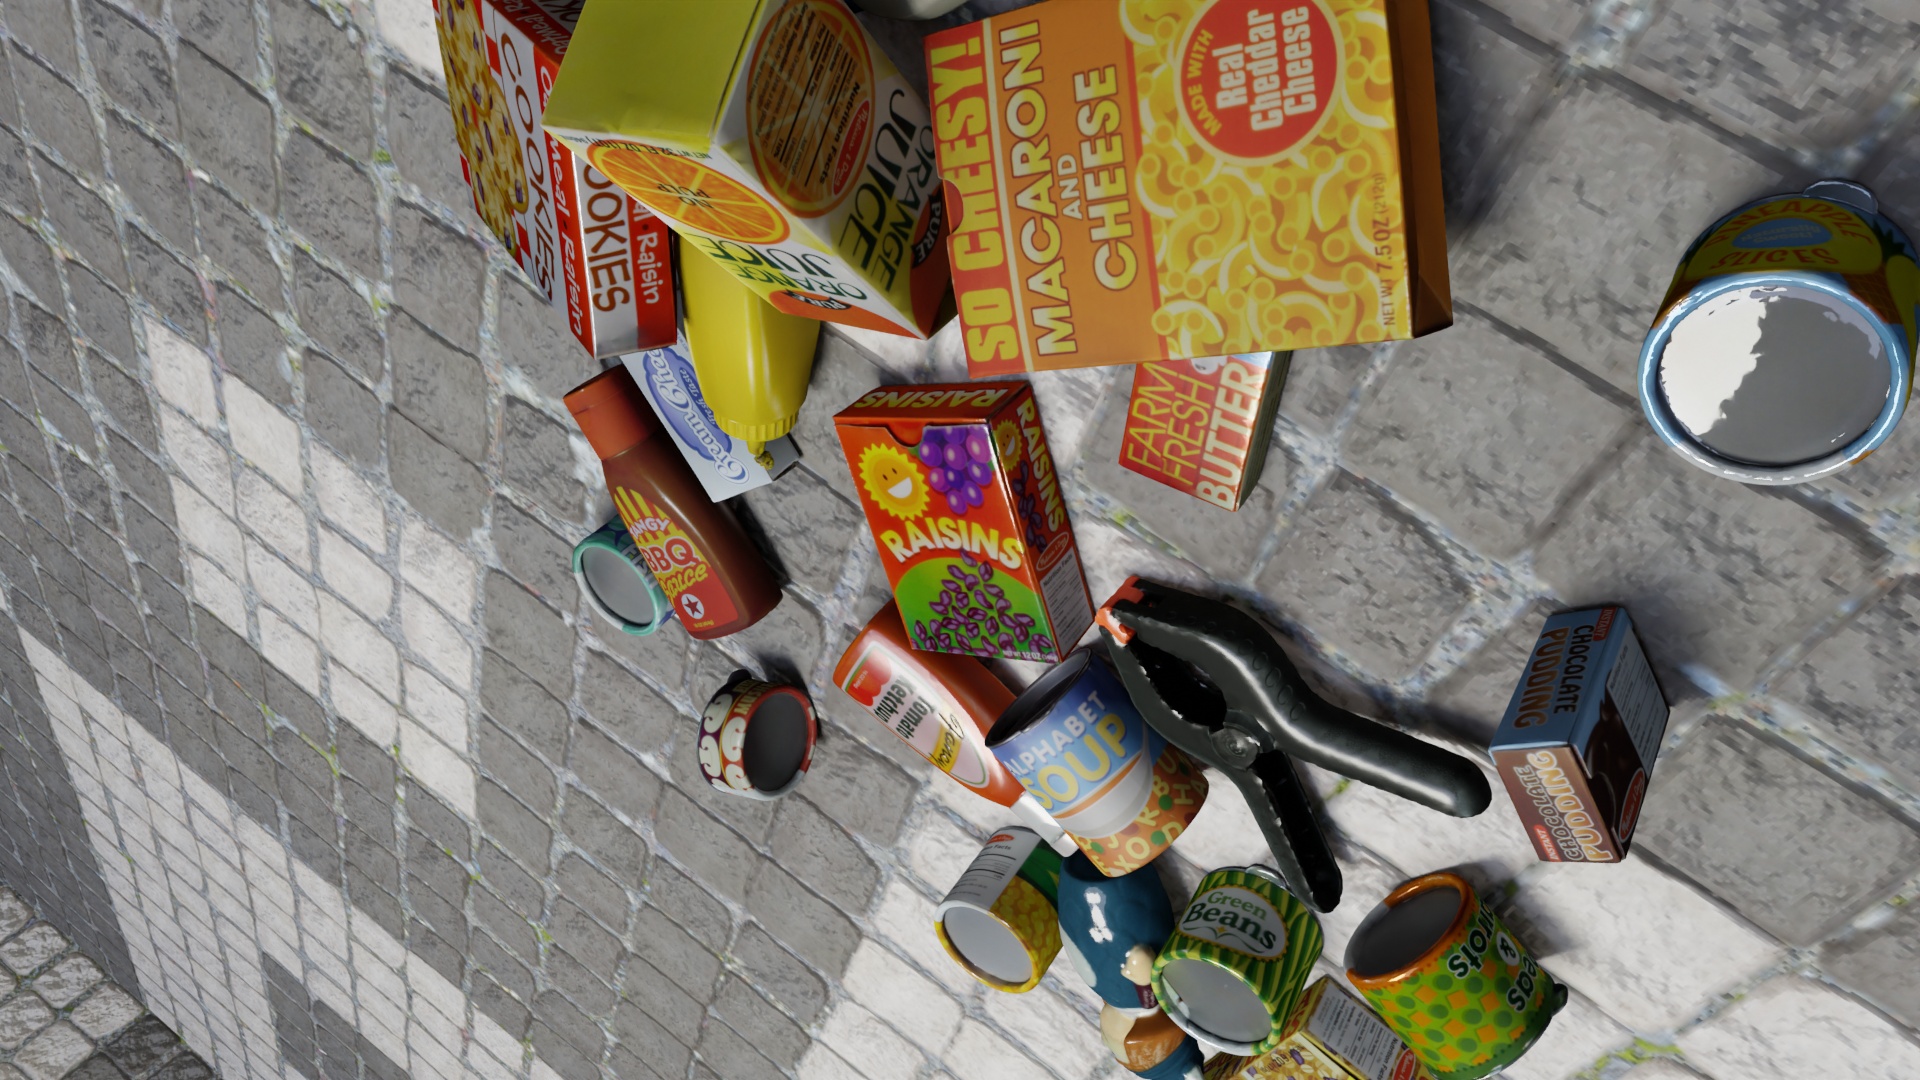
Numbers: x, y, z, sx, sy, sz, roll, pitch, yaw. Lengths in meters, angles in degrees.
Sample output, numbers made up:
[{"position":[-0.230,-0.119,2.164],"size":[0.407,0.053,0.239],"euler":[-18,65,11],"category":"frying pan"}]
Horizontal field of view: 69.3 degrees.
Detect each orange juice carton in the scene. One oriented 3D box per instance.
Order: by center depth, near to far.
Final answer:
[{"position":[-0.053,-0.130,0.503],"size":[0.072,0.073,0.192],"euler":[15,172,27],"category":"orange juice carton"}]

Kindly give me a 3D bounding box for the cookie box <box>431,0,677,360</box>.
[{"position":[-0.173,-0.170,0.587],"size":[0.168,0.040,0.122],"euler":[45,144,40],"category":"cookie box"}]

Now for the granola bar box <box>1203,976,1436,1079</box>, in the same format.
[{"position":[0.189,0.308,0.716],"size":[0.124,0.039,0.164],"euler":[38,137,8],"category":"granola bar box"}]

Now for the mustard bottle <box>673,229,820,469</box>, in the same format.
[{"position":[-0.092,-0.093,0.611],"size":[0.049,0.066,0.159],"euler":[23,134,18],"category":"mustard bottle"}]

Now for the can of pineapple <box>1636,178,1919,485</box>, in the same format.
[{"position":[0.232,-0.059,0.393],"size":[0.071,0.058,0.070],"euler":[20,131,25],"category":"can of pineapple"}]

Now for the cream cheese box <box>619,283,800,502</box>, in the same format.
[{"position":[-0.127,-0.071,0.684],"size":[0.053,0.024,0.103],"euler":[-17,110,45],"category":"cream cheese box"}]

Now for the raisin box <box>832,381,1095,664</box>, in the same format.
[{"position":[0.002,-0.008,0.621],"size":[0.086,0.040,0.123],"euler":[3,122,37],"category":"raisin box"}]

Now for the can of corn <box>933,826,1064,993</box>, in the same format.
[{"position":[0.029,0.200,0.742],"size":[0.071,0.058,0.070],"euler":[20,132,25],"category":"can of corn"}]

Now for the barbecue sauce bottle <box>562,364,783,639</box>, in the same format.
[{"position":[-0.153,-0.020,0.728],"size":[0.064,0.044,0.148],"euler":[-13,112,43],"category":"barbecue sauce bottle"}]

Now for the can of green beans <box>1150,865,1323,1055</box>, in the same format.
[{"position":[0.132,0.201,0.665],"size":[0.071,0.058,0.071],"euler":[20,131,25],"category":"can of green beans"}]

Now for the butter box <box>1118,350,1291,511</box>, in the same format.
[{"position":[0.093,-0.063,0.520],"size":[0.053,0.024,0.103],"euler":[25,133,22],"category":"butter box"}]

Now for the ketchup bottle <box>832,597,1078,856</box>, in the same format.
[{"position":[0.008,0.095,0.692],"size":[0.149,0.044,0.064],"euler":[40,136,5],"category":"ketchup bottle"}]

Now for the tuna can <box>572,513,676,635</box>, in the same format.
[{"position":[-0.184,0.019,0.788],"size":[0.071,0.033,0.070],"euler":[21,132,25],"category":"tuna can"}]

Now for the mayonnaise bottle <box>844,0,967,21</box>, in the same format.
[{"position":[-0.008,-0.211,0.476],"size":[0.148,0.041,0.064],"euler":[-1,114,39],"category":"mayonnaise bottle"}]

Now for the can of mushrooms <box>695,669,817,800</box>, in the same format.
[{"position":[-0.113,0.109,0.779],"size":[0.033,0.071,0.070],"euler":[4,123,35],"category":"can of mushrooms"}]

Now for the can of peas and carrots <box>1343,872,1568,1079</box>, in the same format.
[{"position":[0.208,0.184,0.588],"size":[0.058,0.071,0.070],"euler":[49,137,-3],"category":"can of peas and carrots"}]

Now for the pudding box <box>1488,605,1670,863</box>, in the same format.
[{"position":[0.215,0.065,0.480],"size":[0.030,0.084,0.049],"euler":[-14,112,43],"category":"pudding box"}]

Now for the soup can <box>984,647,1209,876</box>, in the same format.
[{"position":[0.062,0.102,0.635],"size":[0.084,0.072,0.071],"euler":[48,137,-4],"category":"soup can"}]

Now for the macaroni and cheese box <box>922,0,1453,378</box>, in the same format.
[{"position":[0.069,-0.122,0.459],"size":[0.166,0.040,0.123],"euler":[0,102,37],"category":"macaroni and cheese box"}]
